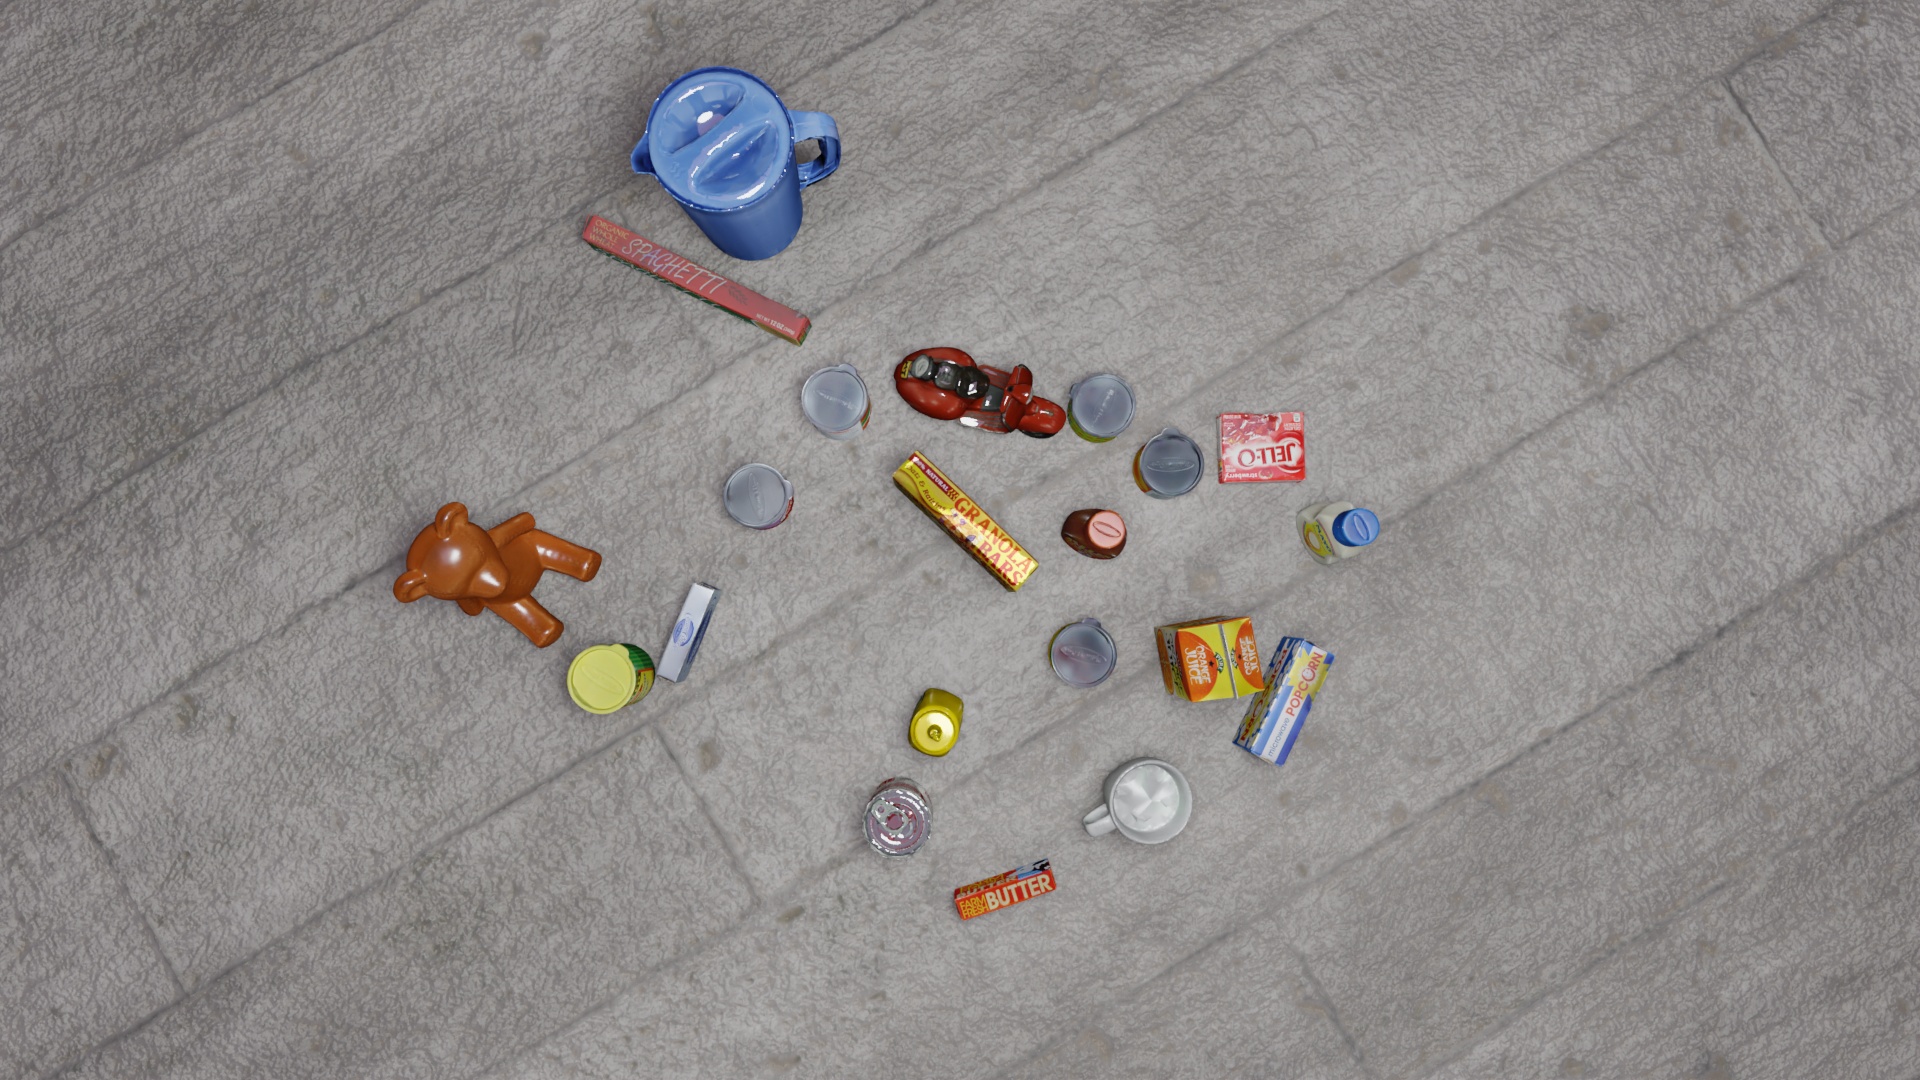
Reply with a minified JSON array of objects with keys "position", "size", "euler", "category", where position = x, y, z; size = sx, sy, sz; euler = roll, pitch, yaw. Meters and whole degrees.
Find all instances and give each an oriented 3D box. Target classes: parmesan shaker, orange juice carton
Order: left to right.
[{"position":[-0.346,0.135,1.393],"size":[0.071,0.103,0.071],"euler":[0,87,-1],"category":"parmesan shaker"},{"position":[0.244,0.115,1.359],"size":[0.073,0.192,0.072],"euler":[-10,88,-1],"category":"orange juice carton"}]

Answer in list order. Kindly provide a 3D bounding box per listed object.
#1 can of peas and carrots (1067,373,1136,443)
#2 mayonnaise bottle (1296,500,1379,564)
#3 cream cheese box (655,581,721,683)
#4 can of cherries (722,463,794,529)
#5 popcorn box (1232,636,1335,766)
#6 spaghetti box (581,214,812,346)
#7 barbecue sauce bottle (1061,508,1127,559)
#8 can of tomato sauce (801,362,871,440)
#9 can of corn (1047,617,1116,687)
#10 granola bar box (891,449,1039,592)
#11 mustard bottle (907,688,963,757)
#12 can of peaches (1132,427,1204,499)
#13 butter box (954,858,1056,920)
[{"position":[0.143,-0.137,1.439],"size":[0.071,0.058,0.071],"euler":[0,87,-1],"category":"can of peas and carrots"},{"position":[0.379,-0.010,1.391],"size":[0.041,0.148,0.065],"euler":[-25,88,-2],"category":"mayonnaise bottle"},{"position":[-0.277,0.093,1.421],"size":[0.024,0.053,0.104],"euler":[22,87,0],"category":"cream cheese box"},{"position":[-0.204,-0.044,1.428],"size":[0.071,0.058,0.071],"euler":[0,87,-1],"category":"can of cherries"},{"position":[0.327,0.162,1.412],"size":[0.038,0.085,0.126],"euler":[27,87,0],"category":"popcorn box"},{"position":[-0.274,-0.269,1.443],"size":[0.250,0.050,0.028],"euler":[25,87,0],"category":"spaghetti box"},{"position":[0.138,-0.008,1.387],"size":[0.065,0.148,0.043],"euler":[25,87,0],"category":"barbecue sauce bottle"},{"position":[-0.125,-0.141,1.422],"size":[0.071,0.083,0.071],"euler":[0,87,-1],"category":"can of tomato sauce"},{"position":[0.125,0.114,1.425],"size":[0.071,0.058,0.071],"euler":[0,87,-1],"category":"can of corn"},{"position":[0.005,-0.018,1.397],"size":[0.165,0.124,0.039],"euler":[43,88,1],"category":"granola bar box"},{"position":[-0.025,0.182,1.367],"size":[0.049,0.160,0.065],"euler":[21,87,0],"category":"mustard bottle"},{"position":[0.214,-0.078,1.437],"size":[0.071,0.058,0.071],"euler":[0,87,-1],"category":"can of peaches"},{"position":[0.045,0.355,1.412],"size":[0.103,0.053,0.024],"euler":[-18,88,-2],"category":"butter box"}]
